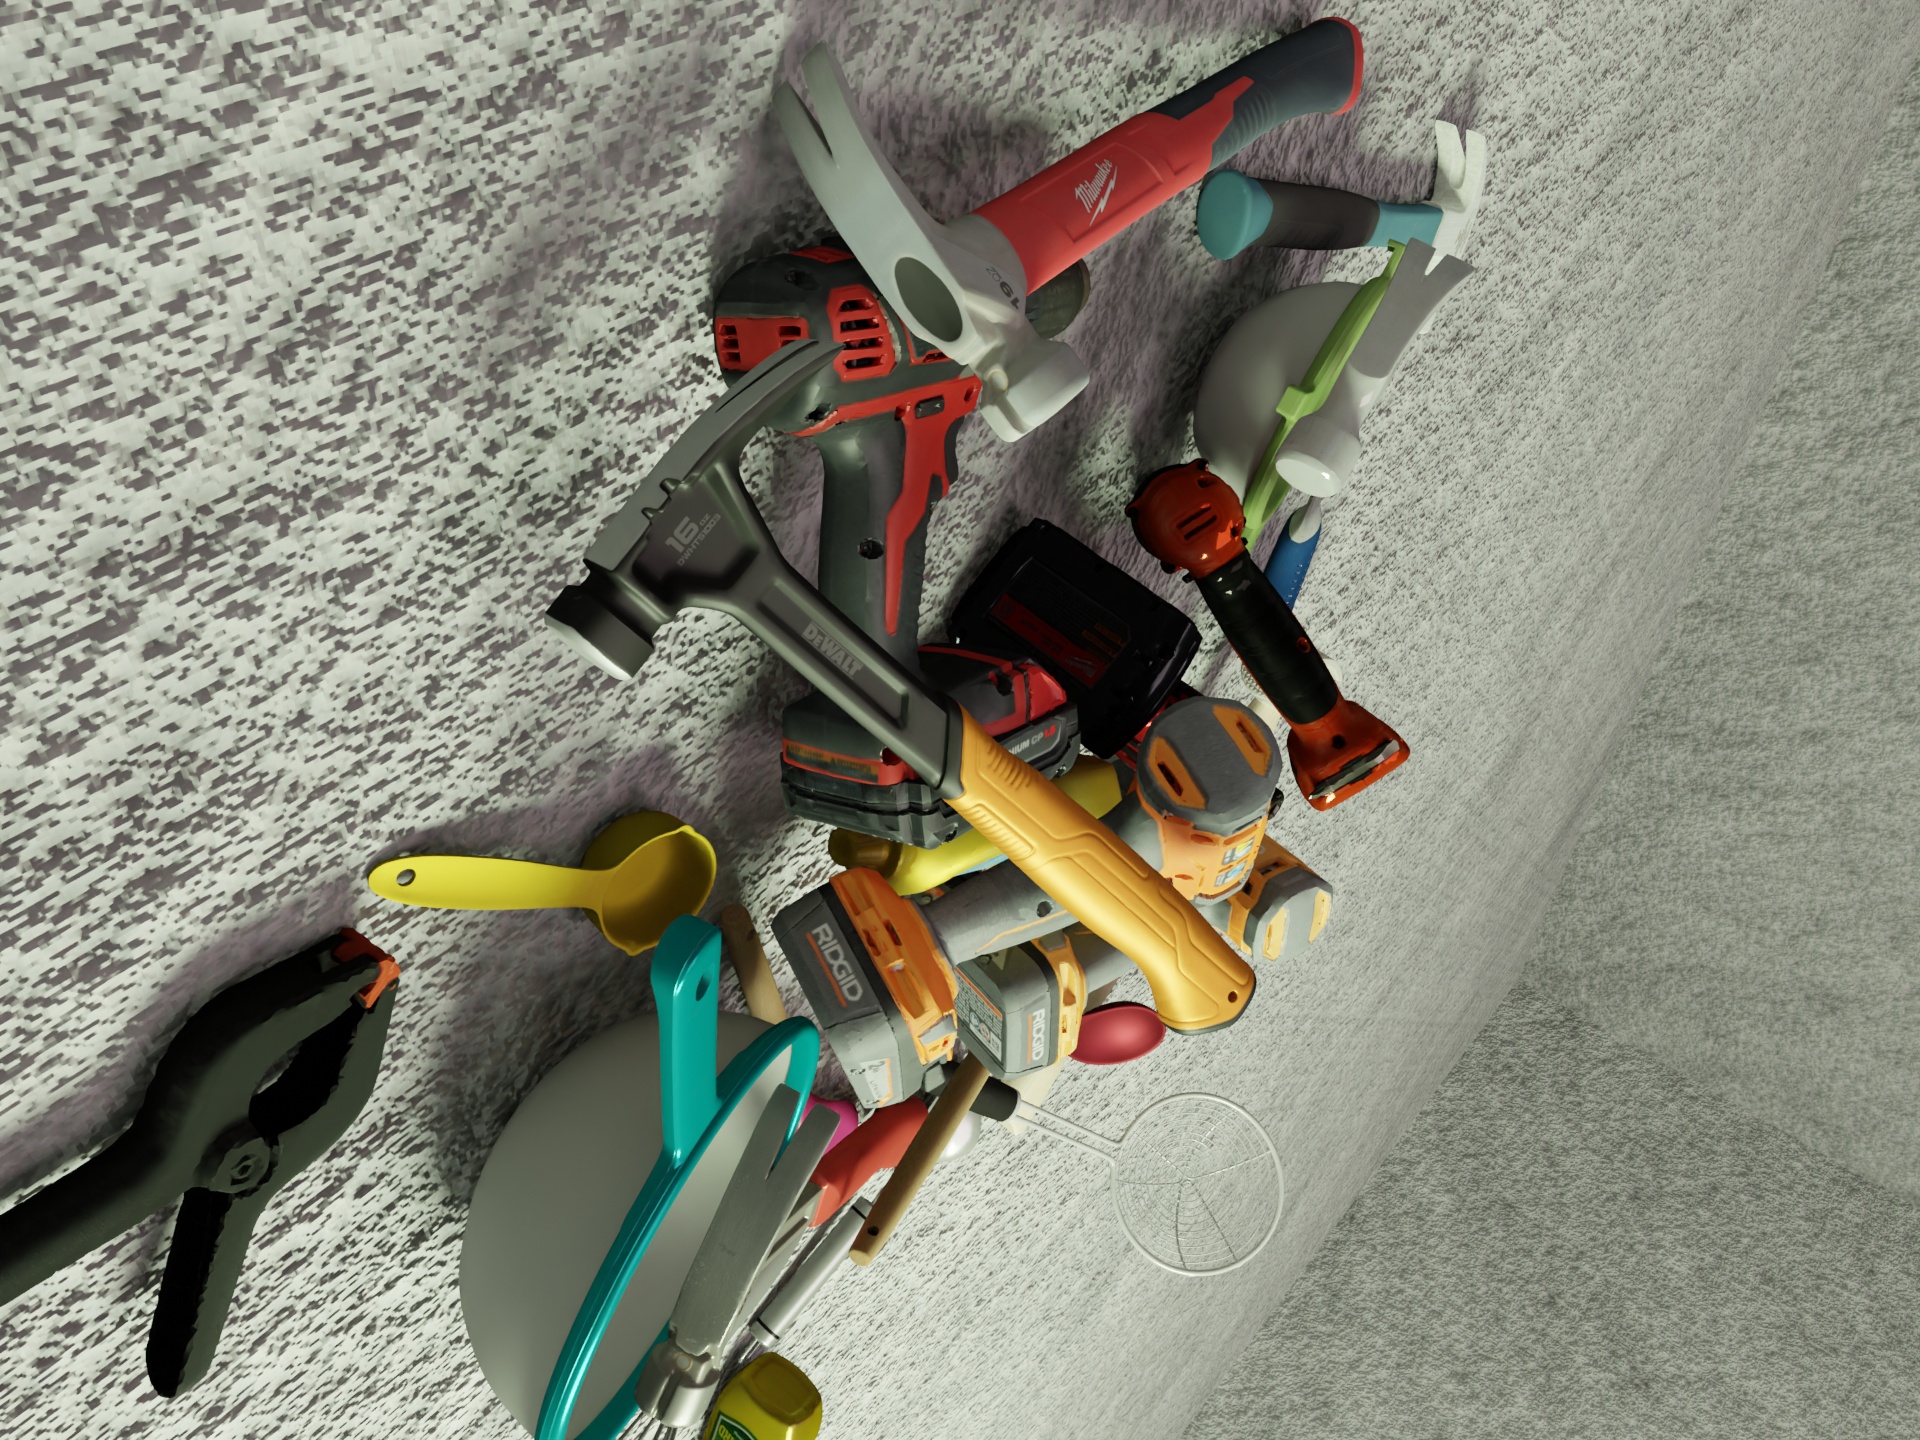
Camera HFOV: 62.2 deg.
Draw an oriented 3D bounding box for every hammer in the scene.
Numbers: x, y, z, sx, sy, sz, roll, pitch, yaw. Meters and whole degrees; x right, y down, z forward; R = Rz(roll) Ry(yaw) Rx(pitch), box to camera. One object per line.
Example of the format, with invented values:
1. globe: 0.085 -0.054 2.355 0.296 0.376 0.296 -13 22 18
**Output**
1. hammer: -0.064 0.232 0.828 0.149 0.037 0.359 -64 169 2
2. hammer: 0.137 0.122 1.124 0.410 0.038 0.146 -60 158 15
3. hammer: 0.014 0.016 0.582 0.336 0.034 0.127 43 80 -33
4. hammer: 0.204 -0.122 0.914 0.144 0.035 0.405 -58 170 -11
5. hammer: 0.225 -0.285 0.915 0.331 0.033 0.128 -19 134 -51
6. hammer: 0.077 -0.251 0.662 0.038 0.143 0.386 -29 -168 45

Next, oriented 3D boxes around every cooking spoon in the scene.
1. cooking spoon: -0.094 0.191 0.867 0.069 0.017 0.318 -51 153 -30

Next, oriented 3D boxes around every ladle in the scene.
1. ladle: 0.029 0.194 1.007 0.069 0.031 0.315 -43 146 25
2. ladle: 0.015 0.194 0.920 0.320 0.078 0.062 -51 160 -48

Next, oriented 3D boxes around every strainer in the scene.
1. strainer: -0.054 0.315 1.036 0.258 0.050 0.086 -48 164 -15
2. strainer: 0.164 -0.160 0.920 0.151 0.069 0.256 -54 170 -30
3. strainer: -0.142 0.164 0.641 0.211 0.095 0.340 -55 165 -39

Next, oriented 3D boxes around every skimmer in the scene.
1. skimmer: 0.089 0.278 1.058 0.362 0.090 0.127 34 72 -42

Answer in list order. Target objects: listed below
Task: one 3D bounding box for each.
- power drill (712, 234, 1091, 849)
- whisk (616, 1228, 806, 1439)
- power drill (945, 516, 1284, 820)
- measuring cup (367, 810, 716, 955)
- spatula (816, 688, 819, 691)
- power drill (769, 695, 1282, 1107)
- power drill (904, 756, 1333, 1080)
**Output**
1. power drill: -0.006 -0.083 0.637 0.188 0.080 0.226 -27 119 -46
2. whisk: -0.146 0.349 0.846 0.239 0.055 0.055 -53 154 -34
3. power drill: 0.094 -0.012 0.848 0.078 0.143 0.219 -52 151 1
4. measuring cup: -0.164 0.059 0.623 0.156 0.029 0.062 10 108 -49
5. spatula: -0.001 -0.003 0.804 0.322 0.041 0.081 10 95 -62
6. power drill: 0.038 0.087 0.729 0.226 0.084 0.164 -27 156 -9
7. power drill: 0.076 0.100 0.935 0.226 0.186 0.084 -19 128 -27
